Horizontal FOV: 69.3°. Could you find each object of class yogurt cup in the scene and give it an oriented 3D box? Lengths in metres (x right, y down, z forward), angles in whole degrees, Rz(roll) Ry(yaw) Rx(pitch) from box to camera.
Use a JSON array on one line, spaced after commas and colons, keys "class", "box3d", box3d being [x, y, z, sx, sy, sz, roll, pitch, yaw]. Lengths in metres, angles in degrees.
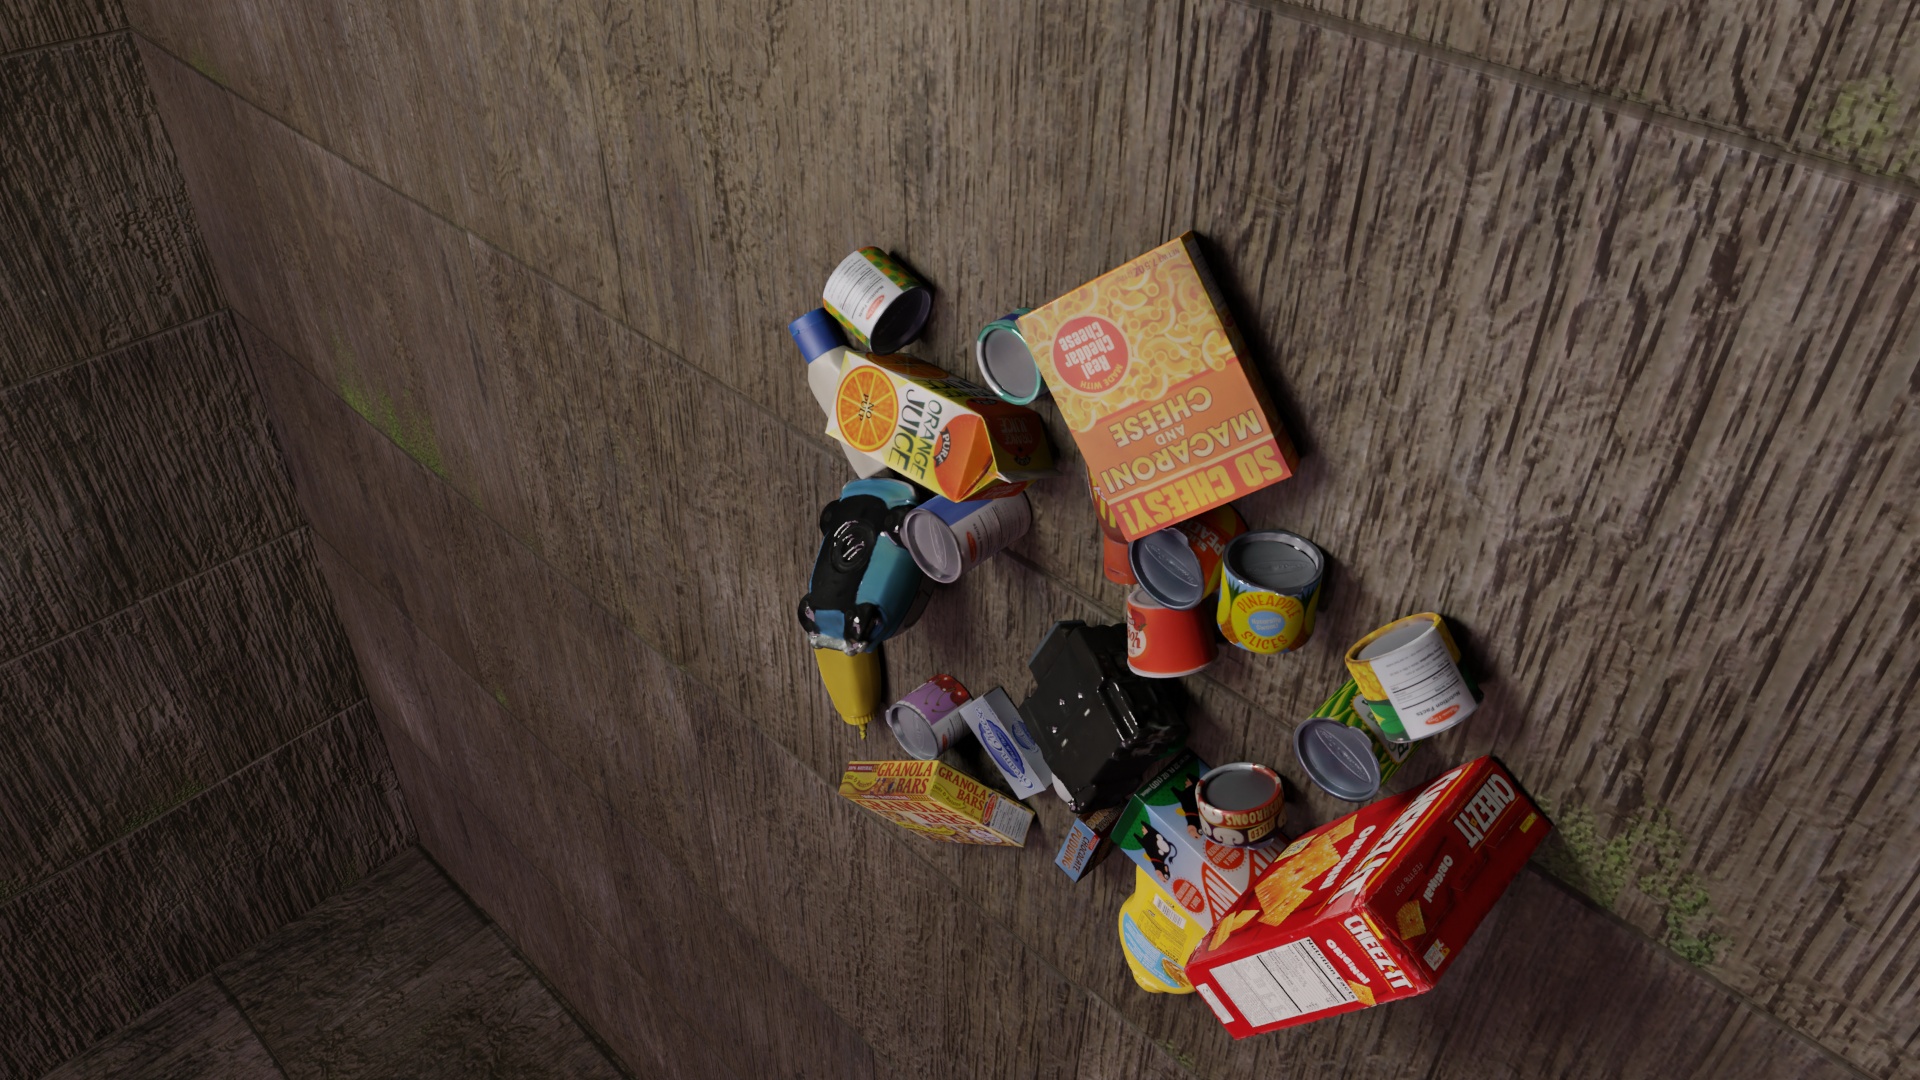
[{"class": "yogurt cup", "box3d": [0.154, 0.064, 1.024, 0.072, 0.073, 0.053, 8, 115, 48]}]

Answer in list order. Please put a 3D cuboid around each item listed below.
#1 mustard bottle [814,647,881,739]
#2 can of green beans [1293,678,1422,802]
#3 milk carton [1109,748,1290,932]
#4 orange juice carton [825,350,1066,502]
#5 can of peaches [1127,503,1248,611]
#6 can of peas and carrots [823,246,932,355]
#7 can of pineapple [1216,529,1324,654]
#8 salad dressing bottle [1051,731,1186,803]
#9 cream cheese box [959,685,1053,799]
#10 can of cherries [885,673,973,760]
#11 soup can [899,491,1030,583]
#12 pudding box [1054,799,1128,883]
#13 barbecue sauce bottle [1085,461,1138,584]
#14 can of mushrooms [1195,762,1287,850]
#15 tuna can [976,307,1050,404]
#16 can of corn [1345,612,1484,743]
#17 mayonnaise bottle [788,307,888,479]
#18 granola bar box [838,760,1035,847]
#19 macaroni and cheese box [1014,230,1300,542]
[{"class": "mustard bottle", "box3d": [-0.111, 0.138, 1.417, 0.065, 0.049, 0.159, 23, 133, 40]}, {"class": "can of green beans", "box3d": [0.270, 0.134, 0.939, 0.071, 0.058, 0.071, 31, 137, 33]}, {"class": "milk carton", "box3d": [0.217, 0.264, 1.092, 0.191, 0.073, 0.073, 42, 142, 21]}, {"class": "orange juice carton", "box3d": [-0.010, -0.084, 1.082, 0.193, 0.072, 0.072, 29, 112, 35]}, {"class": "can of peaches", "box3d": [0.162, 0.006, 0.973, 0.071, 0.058, 0.070, 31, 137, 34]}, {"class": "can of peas and carrots", "box3d": [-0.064, -0.188, 1.094, 0.059, 0.071, 0.070, 43, 143, 20]}, {"class": "can of pineapple", "box3d": [0.207, 0.036, 0.930, 0.071, 0.071, 0.057, 29, 137, 35]}, {"class": "salad dressing bottle", "box3d": [0.131, 0.180, 1.156, 0.147, 0.044, 0.064, -42, 59, 52]}, {"class": "cream cheese box", "box3d": [0.046, 0.188, 1.285, 0.104, 0.024, 0.053, 55, 147, 4]}, {"class": "can of cherries", "box3d": [-0.027, 0.168, 1.330, 0.071, 0.059, 0.071, 31, 139, 32]}, {"class": "soup can", "box3d": [0.004, -0.014, 1.127, 0.071, 0.084, 0.071, 30, 137, 34]}, {"class": "pudding box", "box3d": [0.119, 0.263, 1.232, 0.030, 0.050, 0.083, 43, 142, 22]}, {"class": "barbecue sauce bottle", "box3d": [0.121, -0.037, 1.001, 0.065, 0.044, 0.147, 22, 133, 34]}, {"class": "can of mushrooms", "box3d": [0.213, 0.201, 1.051, 0.071, 0.071, 0.033, 14, 125, 45]}, {"class": "tuna can", "box3d": [0.047, -0.135, 1.025, 0.071, 0.033, 0.070, 31, 138, 33]}, {"class": "can of corn", "box3d": [0.285, 0.086, 0.879, 0.071, 0.071, 0.058, -23, 97, 55]}, {"class": "mayonnaise bottle", "box3d": [-0.098, -0.129, 1.202, 0.064, 0.041, 0.148, -23, 96, 52]}, {"class": "granola bar box", "box3d": [-0.025, 0.256, 1.362, 0.124, 0.039, 0.165, 33, 155, -27]}, {"class": "macaroni and cheese box", "box3d": [0.129, -0.098, 0.905, 0.123, 0.040, 0.166, -23, 99, 27]}]
